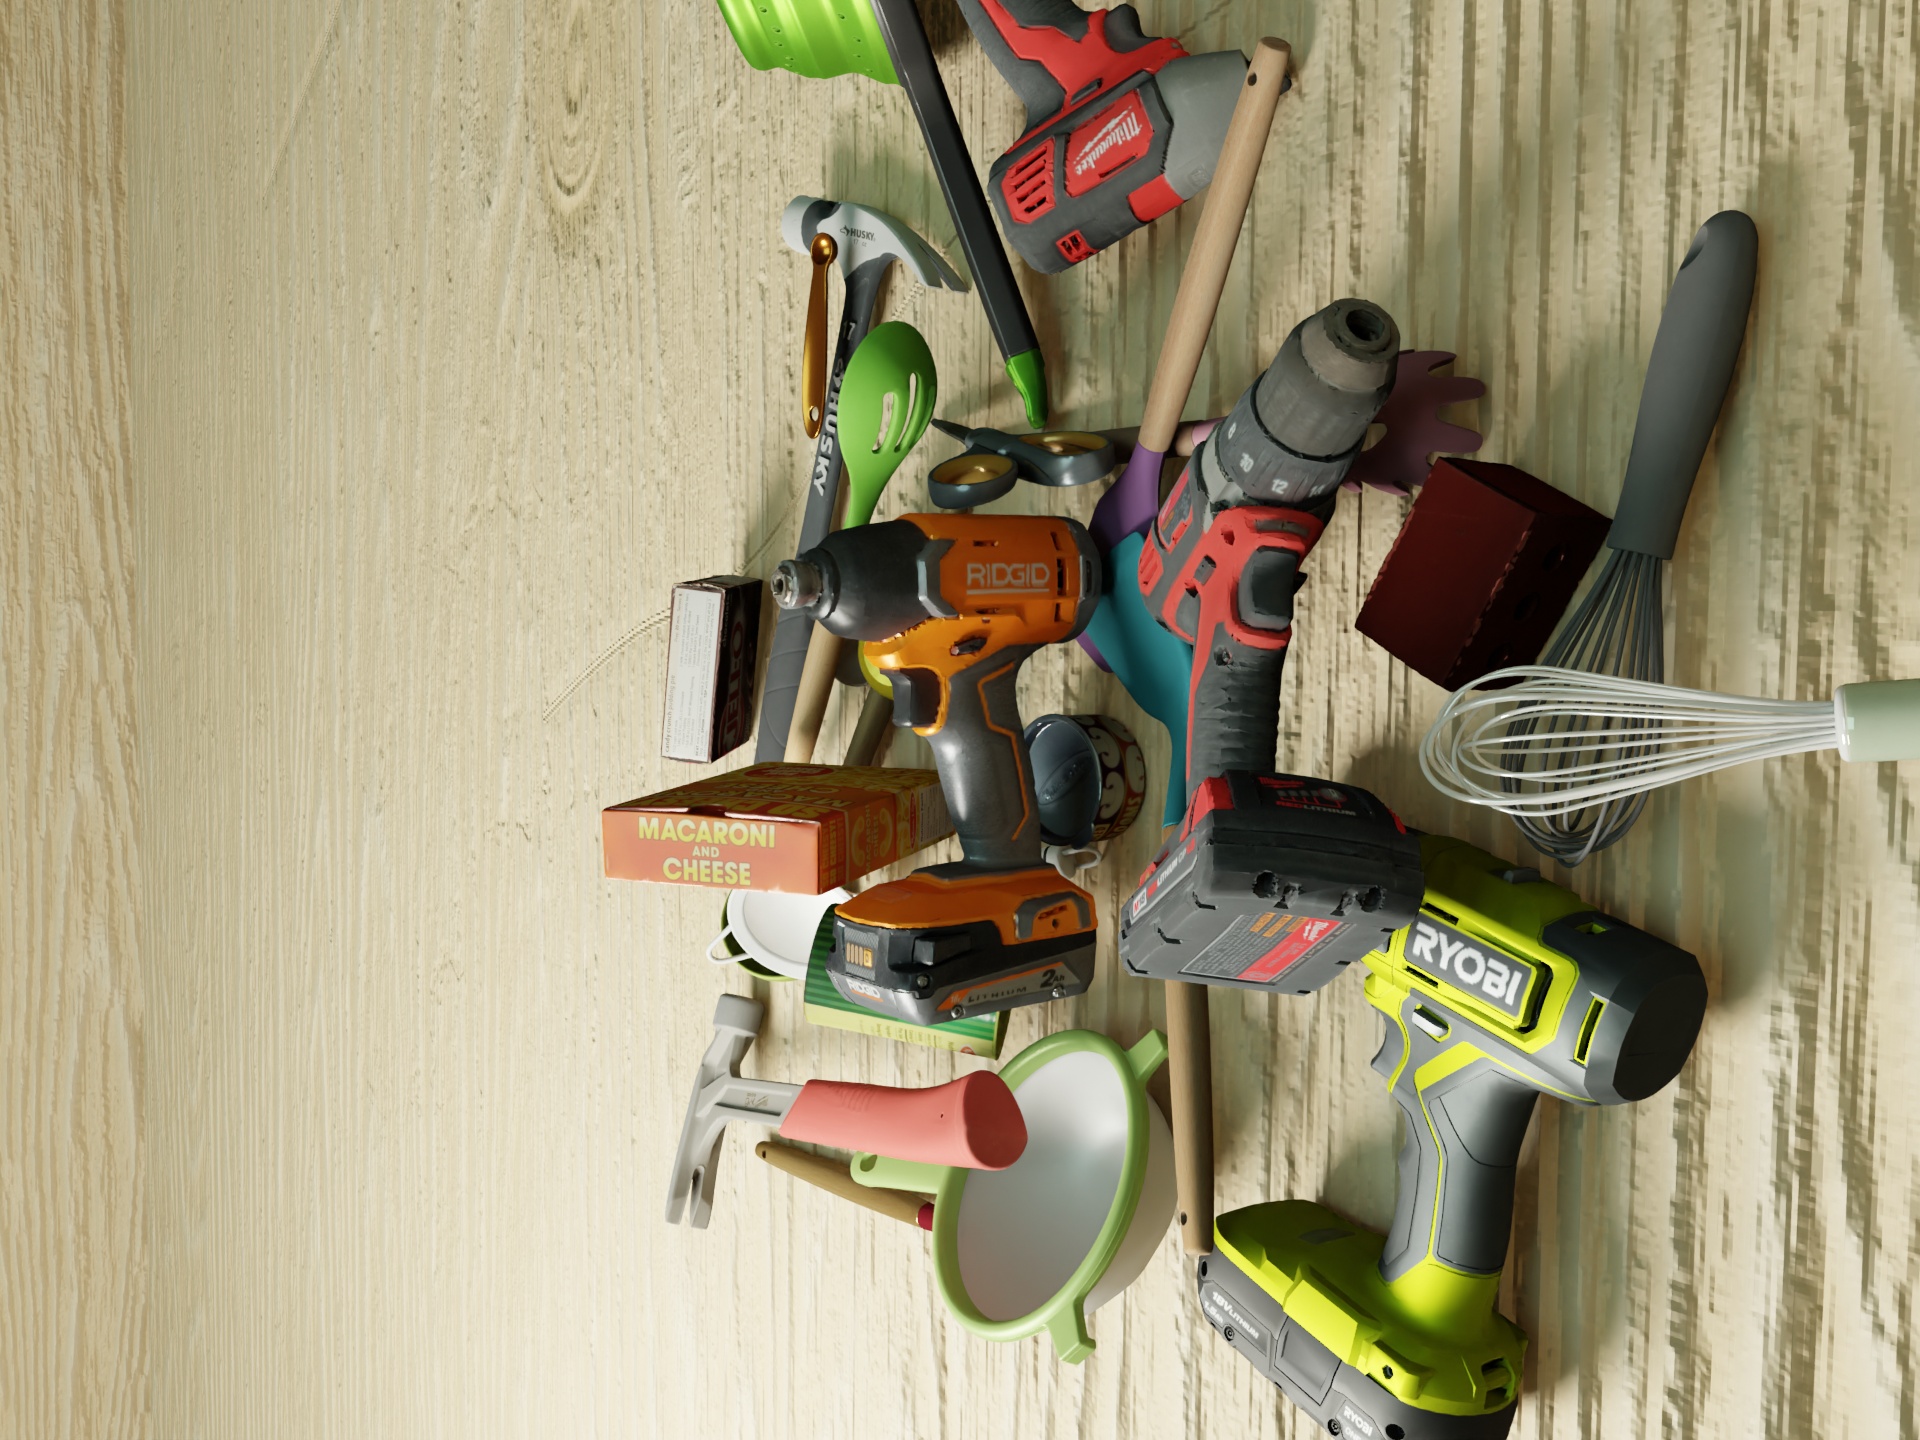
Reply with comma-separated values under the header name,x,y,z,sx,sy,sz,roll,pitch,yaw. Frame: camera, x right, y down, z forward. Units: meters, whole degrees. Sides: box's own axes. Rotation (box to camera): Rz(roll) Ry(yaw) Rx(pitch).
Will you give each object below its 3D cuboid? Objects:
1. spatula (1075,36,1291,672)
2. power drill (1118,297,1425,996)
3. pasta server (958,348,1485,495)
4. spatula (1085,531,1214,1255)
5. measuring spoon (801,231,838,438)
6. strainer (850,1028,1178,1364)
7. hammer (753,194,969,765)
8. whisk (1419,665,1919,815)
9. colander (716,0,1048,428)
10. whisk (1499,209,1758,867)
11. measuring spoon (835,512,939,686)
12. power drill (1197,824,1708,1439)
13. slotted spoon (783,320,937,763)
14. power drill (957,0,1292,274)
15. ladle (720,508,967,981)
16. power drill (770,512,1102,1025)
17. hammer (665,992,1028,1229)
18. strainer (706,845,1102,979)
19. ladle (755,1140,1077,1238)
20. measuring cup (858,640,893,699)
name,x,y,z,sx,sy,sz,roll,pitch,yaw
spatula,0.093,-0.143,0.705,0.060,0.018,0.315,52,146,34
power drill,0.119,-0.027,0.605,0.187,0.080,0.227,115,161,-61
pasta server,0.101,-0.131,0.753,0.316,0.040,0.060,6,96,54
spatula,0.089,0.073,0.715,0.082,0.044,0.318,134,140,-61
measuring spoon,-0.080,-0.222,0.921,0.021,0.011,0.117,19,111,43
strainer,0.029,0.241,0.812,0.256,0.069,0.152,-19,45,56
hammer,-0.087,-0.102,0.968,0.149,0.036,0.408,29,114,44
whisk,0.268,0.002,0.499,0.246,0.059,0.057,-5,129,30
colander,-0.058,-0.327,0.818,0.094,0.204,0.397,-20,92,6
whisk,0.245,-0.062,0.573,0.055,0.055,0.239,22,104,47
measuring spoon,-0.041,-0.072,0.927,0.124,0.034,0.018,-58,13,27
power drill,0.173,0.156,0.641,0.191,0.080,0.228,29,111,50
slotted spoon,-0.066,-0.074,0.892,0.031,0.070,0.313,40,131,27
power drill,0.057,-0.335,0.743,0.143,0.078,0.220,-25,77,24
ladle,-0.063,0.016,0.930,0.078,0.062,0.320,32,114,22
power drill,-0.011,0.018,0.732,0.084,0.164,0.226,4,96,53
hammer,-0.076,0.230,0.895,0.359,0.036,0.149,-15,59,58
strainer,-0.034,0.096,0.877,0.258,0.050,0.086,-15,120,32
ladle,-0.034,0.282,0.930,0.315,0.031,0.069,-1,86,52
measuring cup,-0.001,-0.003,0.856,0.062,0.029,0.157,-49,65,23
